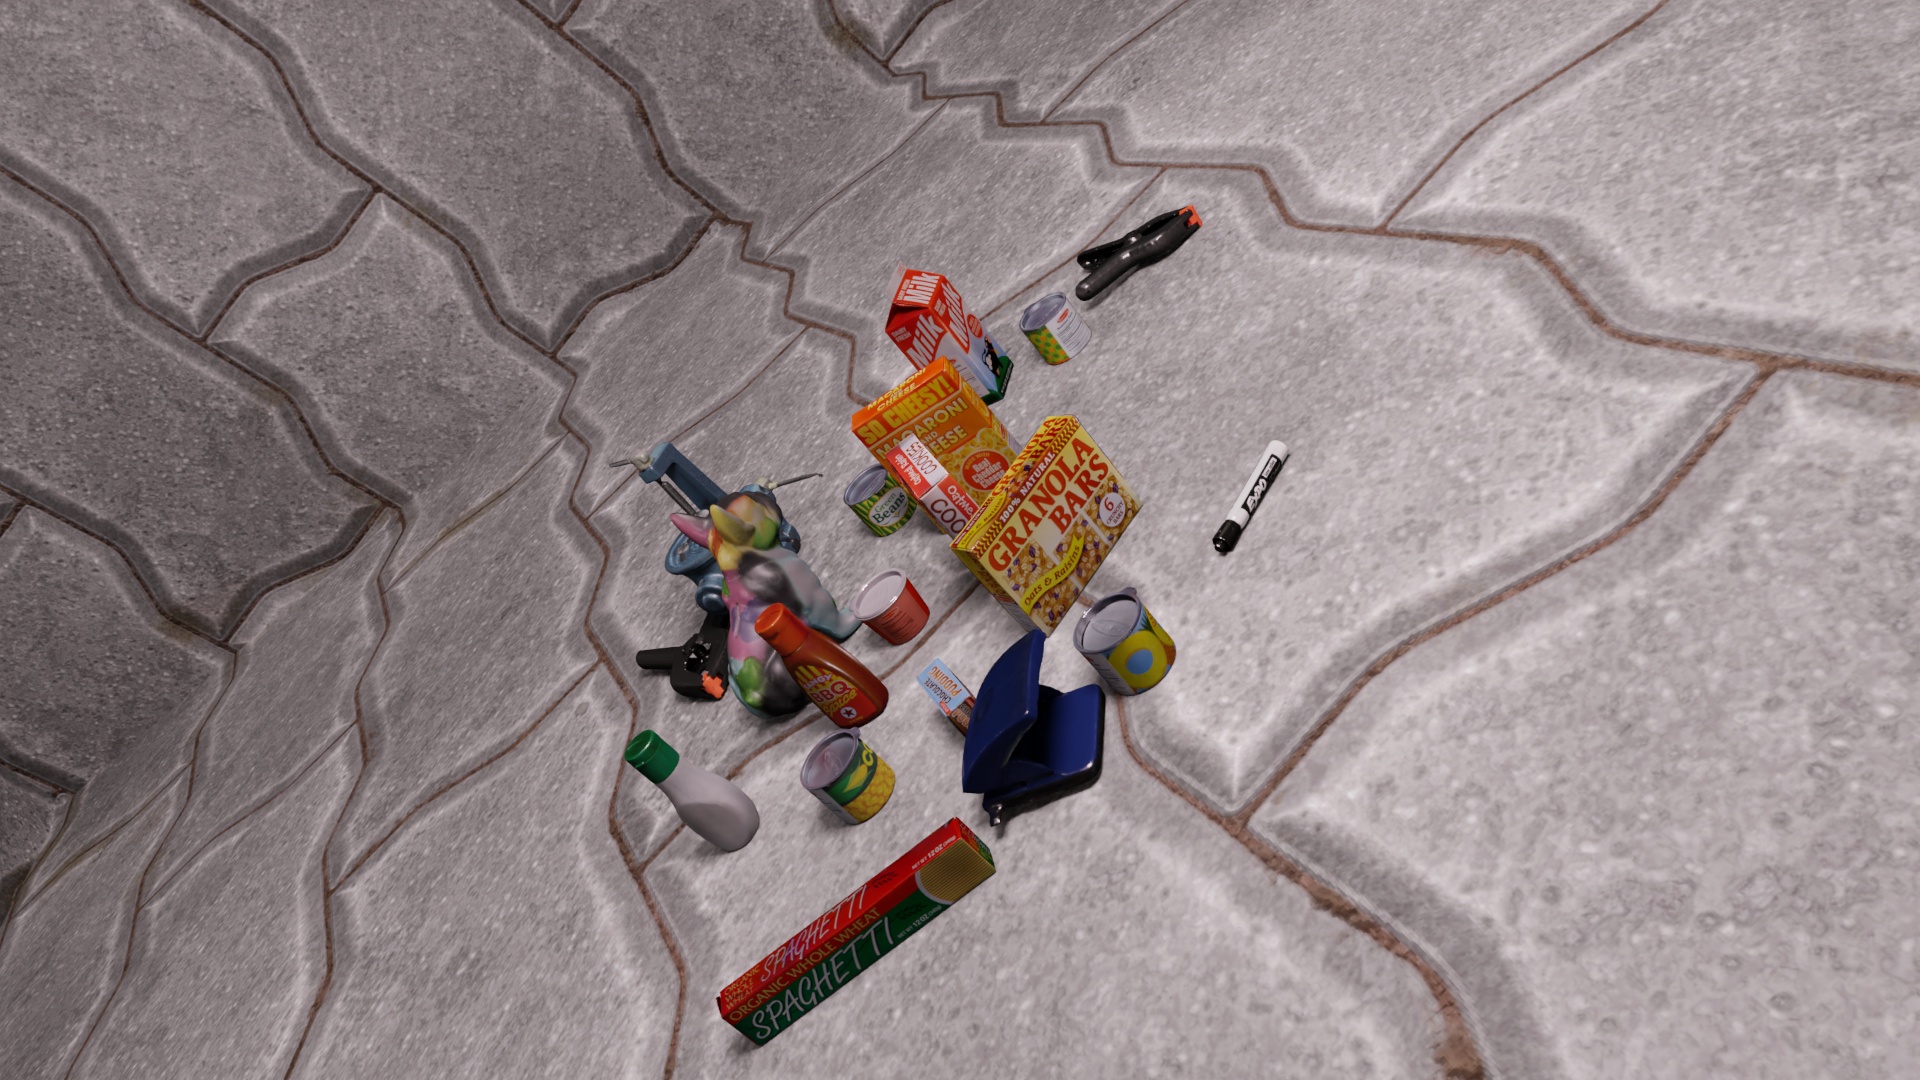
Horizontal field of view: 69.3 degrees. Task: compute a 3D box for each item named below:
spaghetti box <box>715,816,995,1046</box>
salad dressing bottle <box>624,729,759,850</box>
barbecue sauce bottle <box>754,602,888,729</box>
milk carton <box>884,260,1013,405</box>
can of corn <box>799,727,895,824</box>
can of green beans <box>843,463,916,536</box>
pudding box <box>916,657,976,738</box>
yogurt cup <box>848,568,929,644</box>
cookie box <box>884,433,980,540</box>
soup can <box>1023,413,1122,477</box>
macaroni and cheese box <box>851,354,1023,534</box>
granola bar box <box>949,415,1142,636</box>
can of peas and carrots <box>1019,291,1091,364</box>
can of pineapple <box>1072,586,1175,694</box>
[{"bbox_3d":[-0.084,0.314,1.108,0.250,0.050,0.029,-38,28,7],"label":"spaghetti box"},{"bbox_3d":[-0.256,0.237,1.323,0.064,0.147,0.044,-27,31,26],"label":"salad dressing bottle"},{"bbox_3d":[-0.137,0.120,1.339,0.064,0.148,0.044,-26,32,27],"label":"barbecue sauce bottle"},{"bbox_3d":[-0.024,-0.245,1.664,0.073,0.190,0.073,-22,34,33],"label":"milk carton"},{"bbox_3d":[-0.100,0.213,1.259,0.071,0.058,0.071,-30,30,20],"label":"can of corn"},{"bbox_3d":[-0.093,-0.047,1.612,0.071,0.057,0.071,-30,30,20],"label":"can of green beans"},{"bbox_3d":[-0.003,0.145,1.244,0.030,0.049,0.084,-43,28,-2],"label":"pudding box"},{"bbox_3d":[-0.069,0.070,1.424,0.072,0.054,0.073,-30,30,20],"label":"yogurt cup"},{"bbox_3d":[0.005,-0.017,1.335,0.040,0.167,0.123,-41,28,1],"label":"cookie box"},{"bbox_3d":[0.111,-0.070,1.366,0.071,0.083,0.072,-30,30,20],"label":"soup can"},{"bbox_3d":[-0.018,-0.100,1.480,0.123,0.166,0.040,-32,30,18],"label":"macaroni and cheese box"},{"bbox_3d":[0.081,-0.014,1.283,0.039,0.124,0.166,7,54,55],"label":"granola bar box"},{"bbox_3d":[0.111,-0.251,1.645,0.071,0.058,0.071,-30,30,20],"label":"can of peas and carrots"},{"bbox_3d":[0.137,0.084,1.147,0.071,0.057,0.071,-30,30,20],"label":"can of pineapple"}]
